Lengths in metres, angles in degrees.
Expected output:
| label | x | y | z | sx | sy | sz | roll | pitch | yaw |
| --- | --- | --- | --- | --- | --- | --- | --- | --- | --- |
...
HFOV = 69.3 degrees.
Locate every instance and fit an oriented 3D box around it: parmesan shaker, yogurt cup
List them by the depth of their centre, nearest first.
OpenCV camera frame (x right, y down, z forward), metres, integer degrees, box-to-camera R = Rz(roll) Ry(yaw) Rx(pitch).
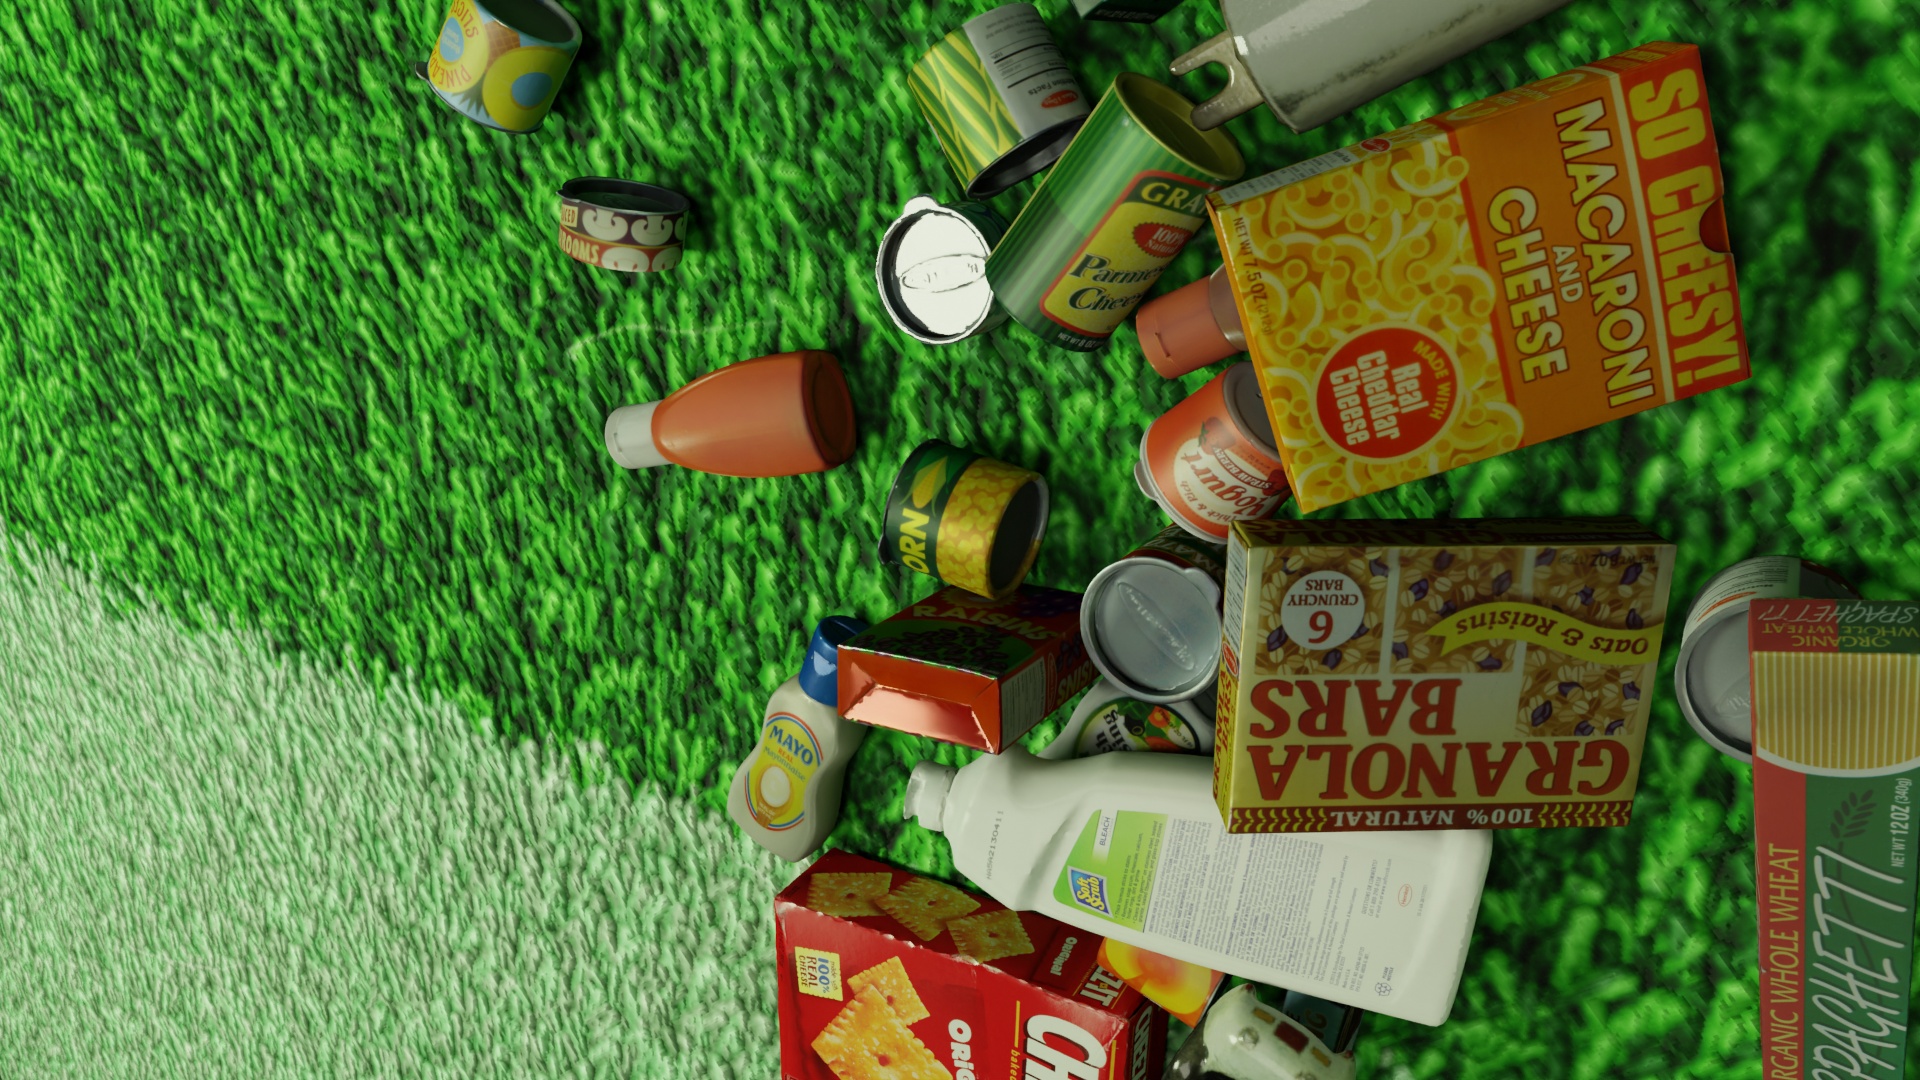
| label | x | y | z | sx | sy | sz | roll | pitch | yaw |
| --- | --- | --- | --- | --- | --- | --- | --- | --- | --- |
| yogurt cup | 0.119 | -0.040 | 0.594 | 0.072 | 0.073 | 0.053 | 50 | 138 | 8 |
| parmesan shaker | 0.067 | -0.139 | 0.601 | 0.071 | 0.071 | 0.102 | 46 | 126 | 10 |

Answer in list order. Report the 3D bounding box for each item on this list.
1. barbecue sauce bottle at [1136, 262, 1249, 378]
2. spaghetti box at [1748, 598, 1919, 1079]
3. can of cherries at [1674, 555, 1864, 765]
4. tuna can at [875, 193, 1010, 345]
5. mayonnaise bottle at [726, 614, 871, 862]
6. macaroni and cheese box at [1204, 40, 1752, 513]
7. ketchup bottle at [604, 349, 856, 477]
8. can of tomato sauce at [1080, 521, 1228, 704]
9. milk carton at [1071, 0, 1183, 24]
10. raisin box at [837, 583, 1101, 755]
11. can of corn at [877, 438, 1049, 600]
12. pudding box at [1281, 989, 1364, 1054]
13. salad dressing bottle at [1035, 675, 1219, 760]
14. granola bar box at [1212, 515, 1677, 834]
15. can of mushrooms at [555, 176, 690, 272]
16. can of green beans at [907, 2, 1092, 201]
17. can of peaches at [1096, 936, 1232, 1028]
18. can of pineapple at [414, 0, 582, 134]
| label | x | y | z | sx | sy | sz | roll | pitch | yaw |
| --- | --- | --- | --- | --- | --- | --- | --- | --- | --- |
| barbecue sauce bottle | 0.145 | -0.109 | 0.578 | 0.148 | 0.044 | 0.064 | -20 | 102 | 34 |
| spaghetti box | 0.318 | 0.125 | 0.506 | 0.050 | 0.029 | 0.249 | -1 | 127 | 30 |
| can of cherries | 0.308 | 0.047 | 0.521 | 0.071 | 0.058 | 0.071 | 9 | 109 | 27 |
| tuna can | -0.005 | -0.131 | 0.666 | 0.071 | 0.033 | 0.070 | 10 | 110 | 28 |
| mayonnaise bottle | -0.085 | 0.110 | 0.785 | 0.065 | 0.041 | 0.147 | 33 | 120 | 20 |
| macaroni and cheese box | 0.188 | -0.093 | 0.507 | 0.166 | 0.040 | 0.123 | -17 | 111 | 11 |
| ketchup bottle | -0.129 | -0.063 | 0.754 | 0.148 | 0.044 | 0.064 | -4 | 102 | 32 |
| can of tomato sauce | 0.102 | 0.026 | 0.622 | 0.071 | 0.083 | 0.071 | 10 | 110 | 28 |
| milk carton | 0.117 | -0.281 | 0.522 | 0.190 | 0.072 | 0.073 | -27 | 90 | 34 |
| raisin box | 0.011 | 0.056 | 0.661 | 0.086 | 0.124 | 0.040 | 8 | 108 | 29 |
| can of corn | 0.002 | -0.008 | 0.678 | 0.058 | 0.071 | 0.071 | 19 | 115 | 24 |
| pudding box | 0.172 | 0.236 | 0.667 | 0.030 | 0.050 | 0.083 | 22 | 117 | 29 |
| salad dressing bottle | 0.068 | 0.109 | 0.691 | 0.064 | 0.044 | 0.147 | 47 | 124 | -5 |
| granola bar box | 0.189 | 0.054 | 0.558 | 0.166 | 0.039 | 0.123 | 0 | 107 | -2 |
| can of mushrooms | -0.180 | -0.168 | 0.736 | 0.071 | 0.071 | 0.033 | 25 | 118 | 22 |
| can of green beans | 0.018 | -0.193 | 0.612 | 0.071 | 0.071 | 0.058 | -29 | 89 | 34 |
| can of peaches | 0.107 | 0.198 | 0.683 | 0.058 | 0.071 | 0.071 | 30 | 119 | 20 |
| can of pineapple | -0.246 | -0.262 | 0.745 | 0.071 | 0.071 | 0.057 | 46 | 122 | 10 |
